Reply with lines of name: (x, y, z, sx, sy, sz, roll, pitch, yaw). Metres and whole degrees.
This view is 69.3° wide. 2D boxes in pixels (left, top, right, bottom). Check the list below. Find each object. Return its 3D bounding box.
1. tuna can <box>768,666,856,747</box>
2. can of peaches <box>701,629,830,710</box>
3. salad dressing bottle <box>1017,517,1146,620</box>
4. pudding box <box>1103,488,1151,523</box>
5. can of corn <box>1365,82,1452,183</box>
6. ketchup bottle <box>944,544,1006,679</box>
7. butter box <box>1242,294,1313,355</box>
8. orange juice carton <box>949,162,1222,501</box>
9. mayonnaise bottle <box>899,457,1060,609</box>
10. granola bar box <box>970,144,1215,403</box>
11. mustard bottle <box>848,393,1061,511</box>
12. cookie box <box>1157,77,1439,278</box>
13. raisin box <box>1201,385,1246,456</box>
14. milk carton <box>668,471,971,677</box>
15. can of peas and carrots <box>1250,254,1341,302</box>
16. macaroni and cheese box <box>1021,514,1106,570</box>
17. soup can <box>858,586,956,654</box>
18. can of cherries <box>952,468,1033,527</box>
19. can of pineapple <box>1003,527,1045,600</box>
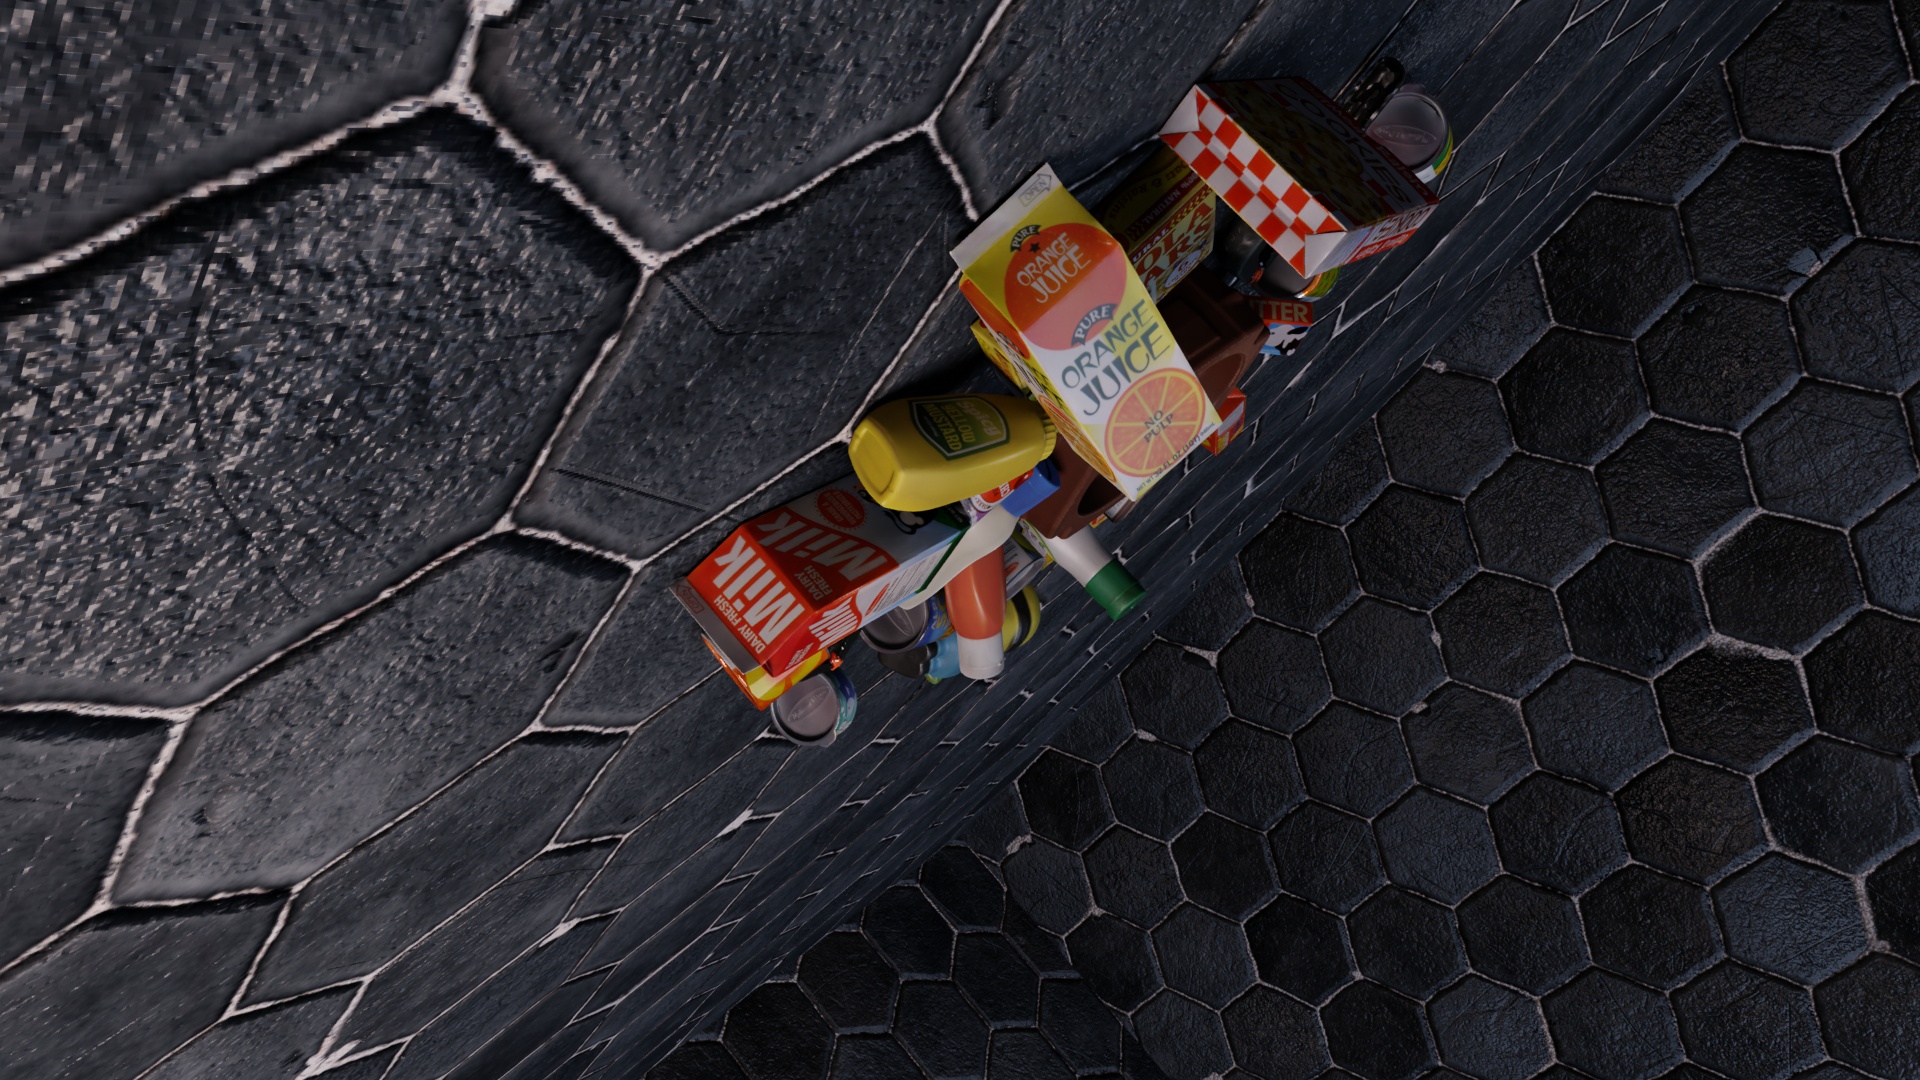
tuna can: (-0.119, 0.134, 1.134, 0.071, 0.071, 0.033, -47, 167, 19)
can of peaches: (-0.127, 0.070, 0.911, 0.058, 0.071, 0.071, -38, 166, -15)
salad dressing bottle: (0.092, 0.001, 1.157, 0.044, 0.148, 0.064, -43, 166, 1)
pudding box: (0.122, -0.062, 1.189, 0.030, 0.084, 0.049, -32, 162, -48)
can of corn: (0.352, -0.317, 1.092, 0.071, 0.071, 0.058, -47, 167, 19)
ketchup bottle: (0.012, 0.037, 1.094, 0.065, 0.043, 0.148, -45, 136, -54)
butter box: (0.228, -0.176, 1.128, 0.103, 0.024, 0.053, 5, 157, -5)
orange juice carton: (0.066, -0.116, 0.774, 0.072, 0.073, 0.192, -42, 131, -2)
mayonnaise bottle: (0.004, -0.012, 0.993, 0.147, 0.065, 0.041, -36, 129, 23)
granola bar box: (0.088, -0.160, 0.874, 0.165, 0.039, 0.124, -43, 167, 1)
mustard bottle: (0.010, -0.061, 0.853, 0.161, 0.065, 0.048, -15, 152, -38)
cookie box: (0.209, -0.224, 0.838, 0.168, 0.123, 0.040, -26, 160, -50)
raisin box: (0.210, -0.127, 1.231, 0.040, 0.086, 0.123, -45, 167, 1)
milk carton: (-0.088, 0.019, 0.858, 0.191, 0.072, 0.073, -30, 162, -46)
can of peas and carrots: (0.274, -0.230, 1.141, 0.070, 0.071, 0.059, -49, 165, 25)
macaroni and cheese box: (0.125, -0.051, 1.324, 0.124, 0.040, 0.165, -38, 166, -24)
soup can: (-0.037, 0.052, 1.119, 0.071, 0.071, 0.084, -47, 167, 18)
can of cherries: (0.008, -0.049, 0.922, 0.058, 0.071, 0.071, -39, 166, -14)
can of pineapple: (0.033, 0.018, 1.238, 0.071, 0.058, 0.071, -40, 167, -11)
